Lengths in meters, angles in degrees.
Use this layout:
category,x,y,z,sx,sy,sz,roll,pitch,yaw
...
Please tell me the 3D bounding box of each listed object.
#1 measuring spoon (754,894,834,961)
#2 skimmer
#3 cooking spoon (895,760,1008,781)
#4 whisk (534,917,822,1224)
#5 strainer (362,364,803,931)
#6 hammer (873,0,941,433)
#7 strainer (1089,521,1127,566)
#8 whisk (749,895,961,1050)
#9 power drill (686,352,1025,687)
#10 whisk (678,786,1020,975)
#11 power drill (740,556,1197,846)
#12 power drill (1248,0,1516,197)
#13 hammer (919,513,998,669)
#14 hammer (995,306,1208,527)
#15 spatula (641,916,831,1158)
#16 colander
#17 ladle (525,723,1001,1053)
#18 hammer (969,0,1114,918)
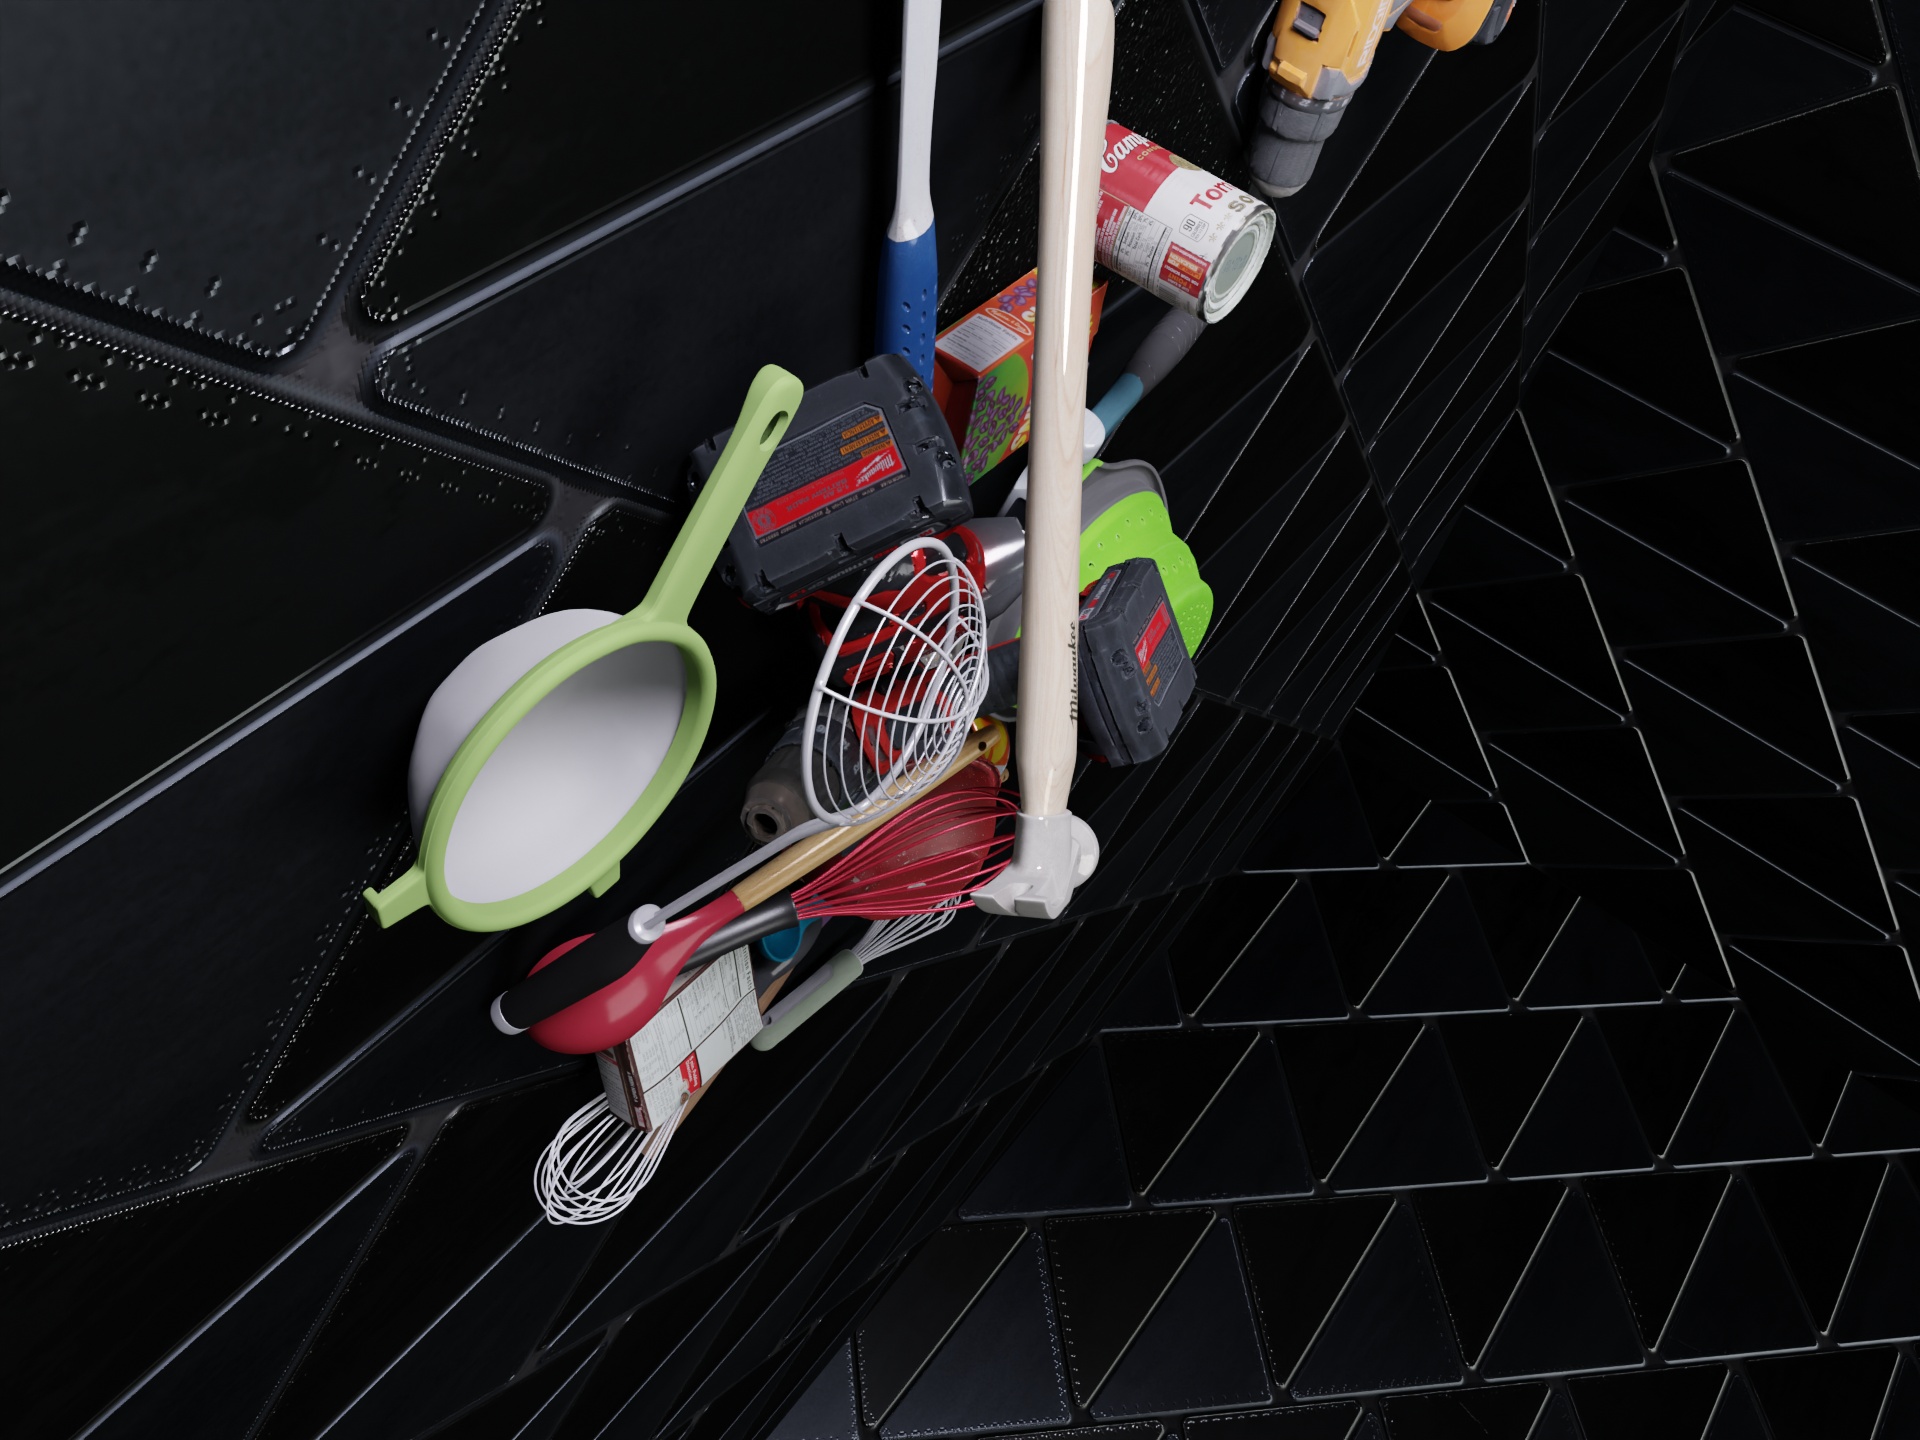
category,x,y,z,sx,sy,sz,roll,pitch,yaw
measuring spoon,-0.109,0.132,1.131,0.128,0.021,0.042,-32,110,-54
skimmer,-0.124,0.046,0.744,0.363,0.090,0.127,-33,180,31
cooking spoon,-0.019,0.049,1.230,0.318,0.017,0.069,-2,109,-69
whisk,-0.180,0.224,1.071,0.285,0.070,0.070,-48,162,-37
strainer,-0.148,-0.037,0.636,0.256,0.069,0.151,-59,160,11
hammer,-0.017,-0.227,0.691,0.144,0.035,0.405,-46,161,-28
strainer,0.095,-0.150,1.134,0.087,0.050,0.258,-58,158,-5
whisk,-0.083,0.191,1.294,0.246,0.058,0.059,-36,120,-41
power drill,-0.032,-0.085,0.768,0.143,0.079,0.219,-24,165,7
whisk,-0.081,0.104,0.939,0.296,0.073,0.073,-18,149,-17
power drill,-0.001,-0.003,0.861,0.080,0.227,0.188,68,27,-17
power drill,0.267,-0.439,0.992,0.226,0.084,0.185,-39,157,-32
hammer,0.060,-0.068,1.198,0.149,0.037,0.359,-57,163,6
hammer,0.108,-0.209,0.979,0.331,0.033,0.128,-52,178,-42
spatula,-0.137,0.190,1.178,0.316,0.018,0.059,-54,157,-7
colander,0.121,-0.039,1.160,0.204,0.094,0.396,-50,159,-9
ladle,-0.104,0.088,0.897,0.315,0.031,0.069,-33,115,-18
hammer,0.042,-0.118,0.711,0.146,0.038,0.410,-12,104,-77
